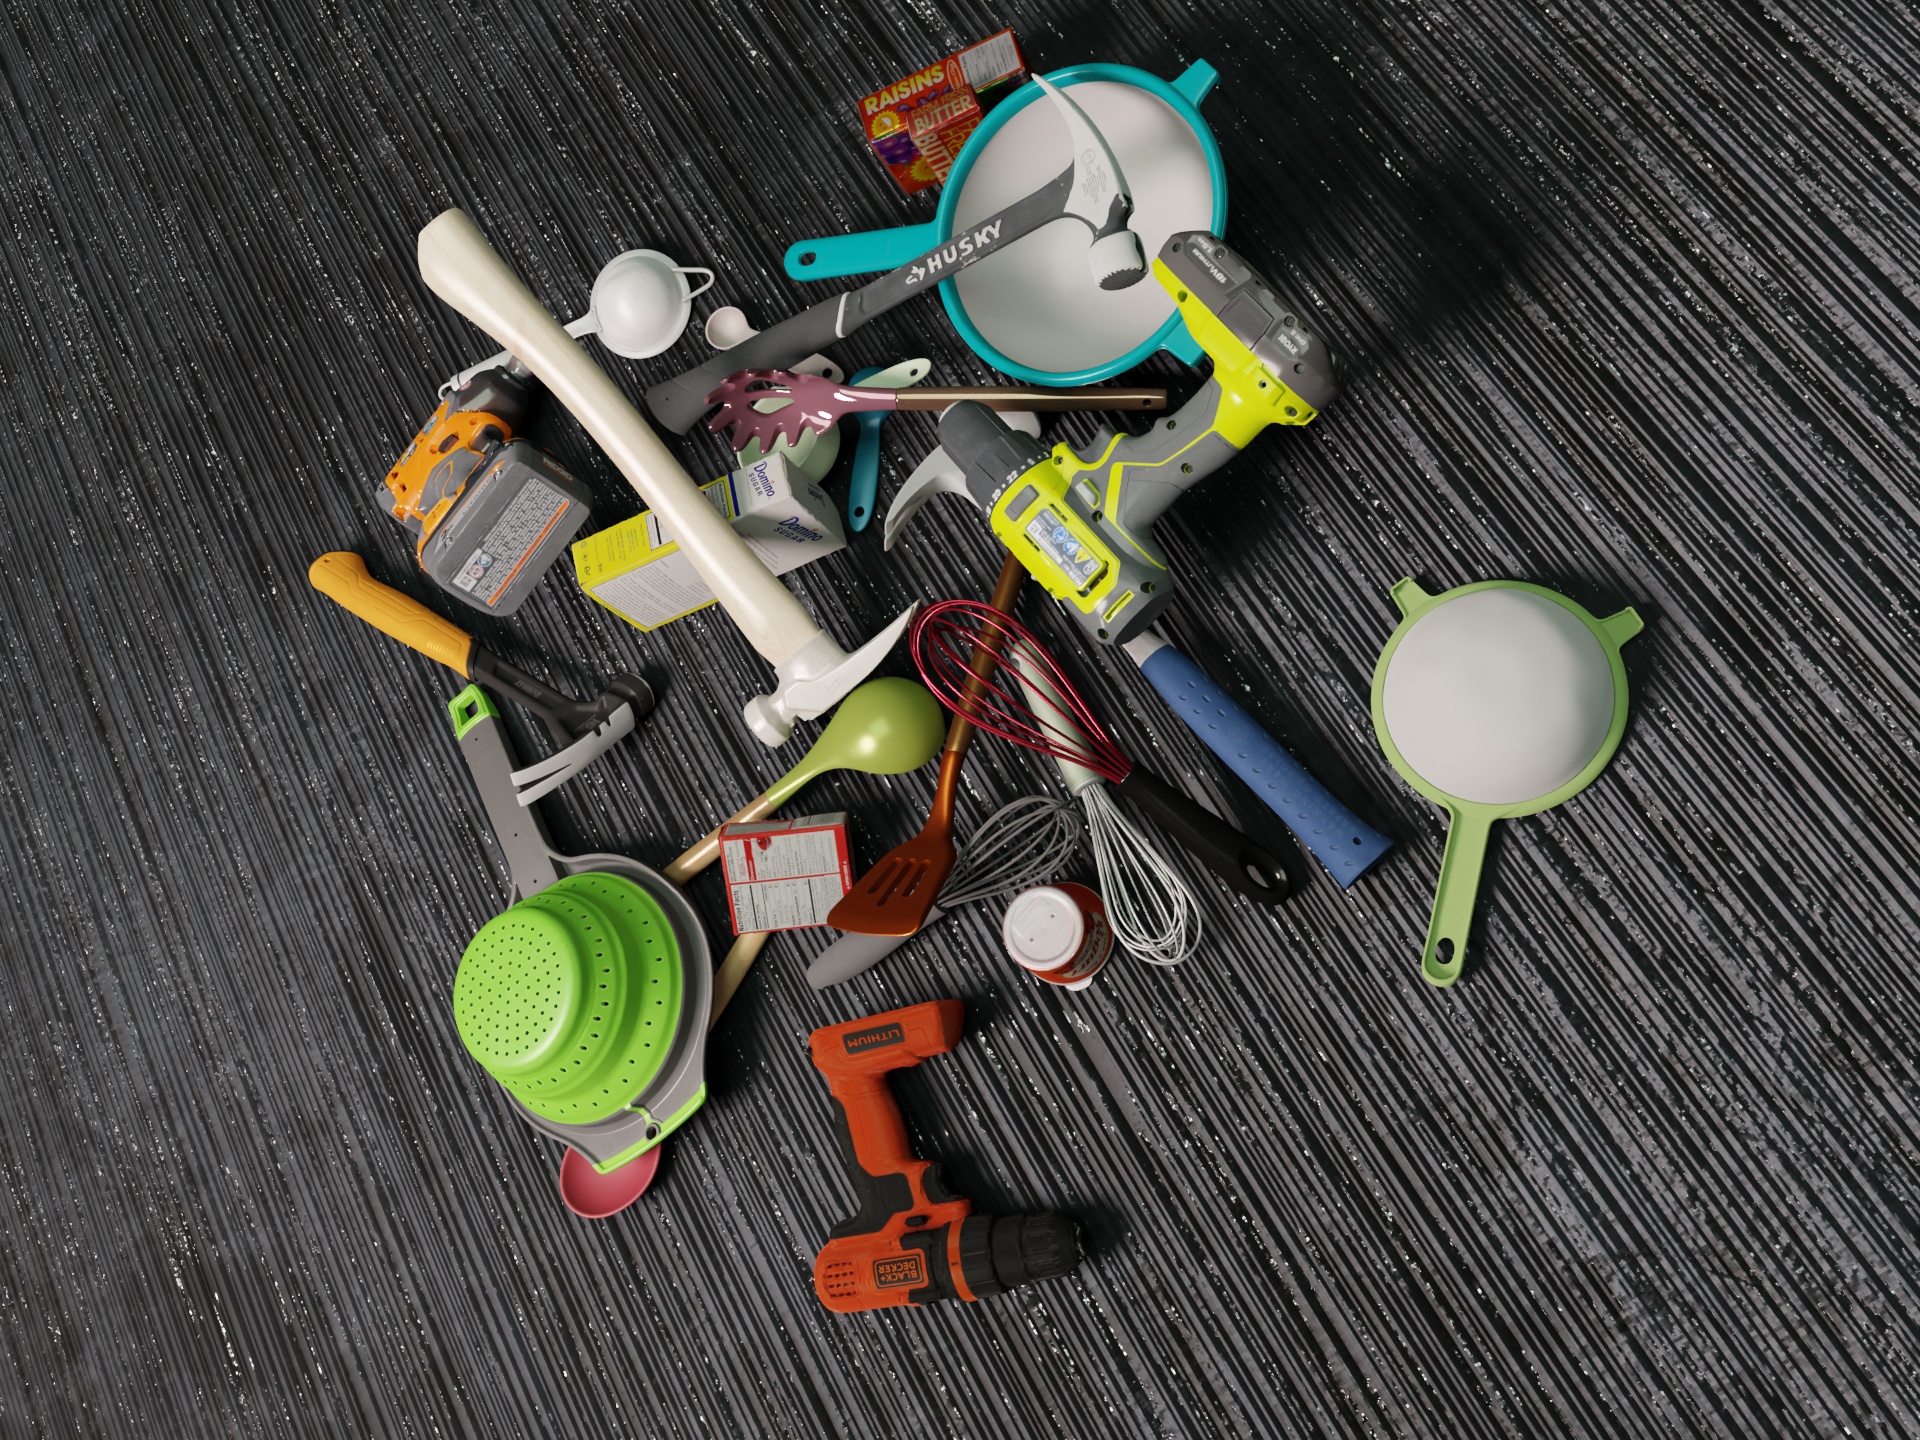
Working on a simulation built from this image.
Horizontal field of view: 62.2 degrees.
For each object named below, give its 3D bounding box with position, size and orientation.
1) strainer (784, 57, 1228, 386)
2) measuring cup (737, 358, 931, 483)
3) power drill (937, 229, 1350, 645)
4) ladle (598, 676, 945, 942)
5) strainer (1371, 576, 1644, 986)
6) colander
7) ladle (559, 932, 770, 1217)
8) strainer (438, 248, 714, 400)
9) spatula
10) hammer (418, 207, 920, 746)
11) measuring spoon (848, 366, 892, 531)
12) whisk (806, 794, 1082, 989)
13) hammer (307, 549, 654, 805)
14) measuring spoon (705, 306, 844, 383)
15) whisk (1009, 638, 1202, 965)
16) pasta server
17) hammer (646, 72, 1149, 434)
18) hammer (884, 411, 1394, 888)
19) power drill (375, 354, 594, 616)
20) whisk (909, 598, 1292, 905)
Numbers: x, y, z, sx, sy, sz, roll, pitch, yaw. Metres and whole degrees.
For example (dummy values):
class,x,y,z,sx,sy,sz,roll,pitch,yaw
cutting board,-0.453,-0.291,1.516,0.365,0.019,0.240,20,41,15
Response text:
class,x,y,z,sx,sy,sz,roll,pitch,yaw
strainer,0.039,-0.330,1.118,0.340,0.095,0.211,2,91,30
measuring cup,-0.085,-0.218,1.155,0.167,0.038,0.083,-20,65,24
power drill,0.106,-0.187,0.990,0.228,0.080,0.191,-46,74,20
ladle,-0.144,0.076,1.131,0.320,0.062,0.078,-37,47,17
strainer,0.310,0.031,0.952,0.151,0.069,0.256,11,81,22
colander,-0.316,0.125,1.132,0.204,0.094,0.397,-38,63,15
ladle,-0.182,0.210,1.121,0.069,0.031,0.315,31,89,24
strainer,-0.317,-0.308,1.273,0.258,0.050,0.087,-20,85,19
spatula,-0.002,-0.003,1.057,0.081,0.041,0.323,0,64,41
hammer,-0.205,-0.179,1.071,0.146,0.038,0.410,-38,98,17
measuring spoon,-0.071,-0.202,1.166,0.042,0.021,0.129,1,78,21
whisk,-0.015,0.117,1.055,0.239,0.055,0.055,-35,69,24
hammer,-0.397,-0.051,1.228,0.337,0.034,0.127,28,53,27
measuring spoon,-0.140,-0.281,1.217,0.124,0.018,0.034,27,89,16
whisk,0.089,0.050,1.048,0.059,0.057,0.247,-17,67,-19
pasta server,-0.017,-0.217,1.091,0.316,0.060,0.040,2,37,9
hammer,-0.066,-0.295,1.105,0.409,0.036,0.149,-19,81,31
hammer,0.115,-0.046,1.041,0.144,0.035,0.406,-37,70,-19
power drill,-0.357,-0.188,1.204,0.164,0.084,0.227,-52,39,4
whisk,0.090,0.021,1.006,0.296,0.073,0.073,38,94,2
